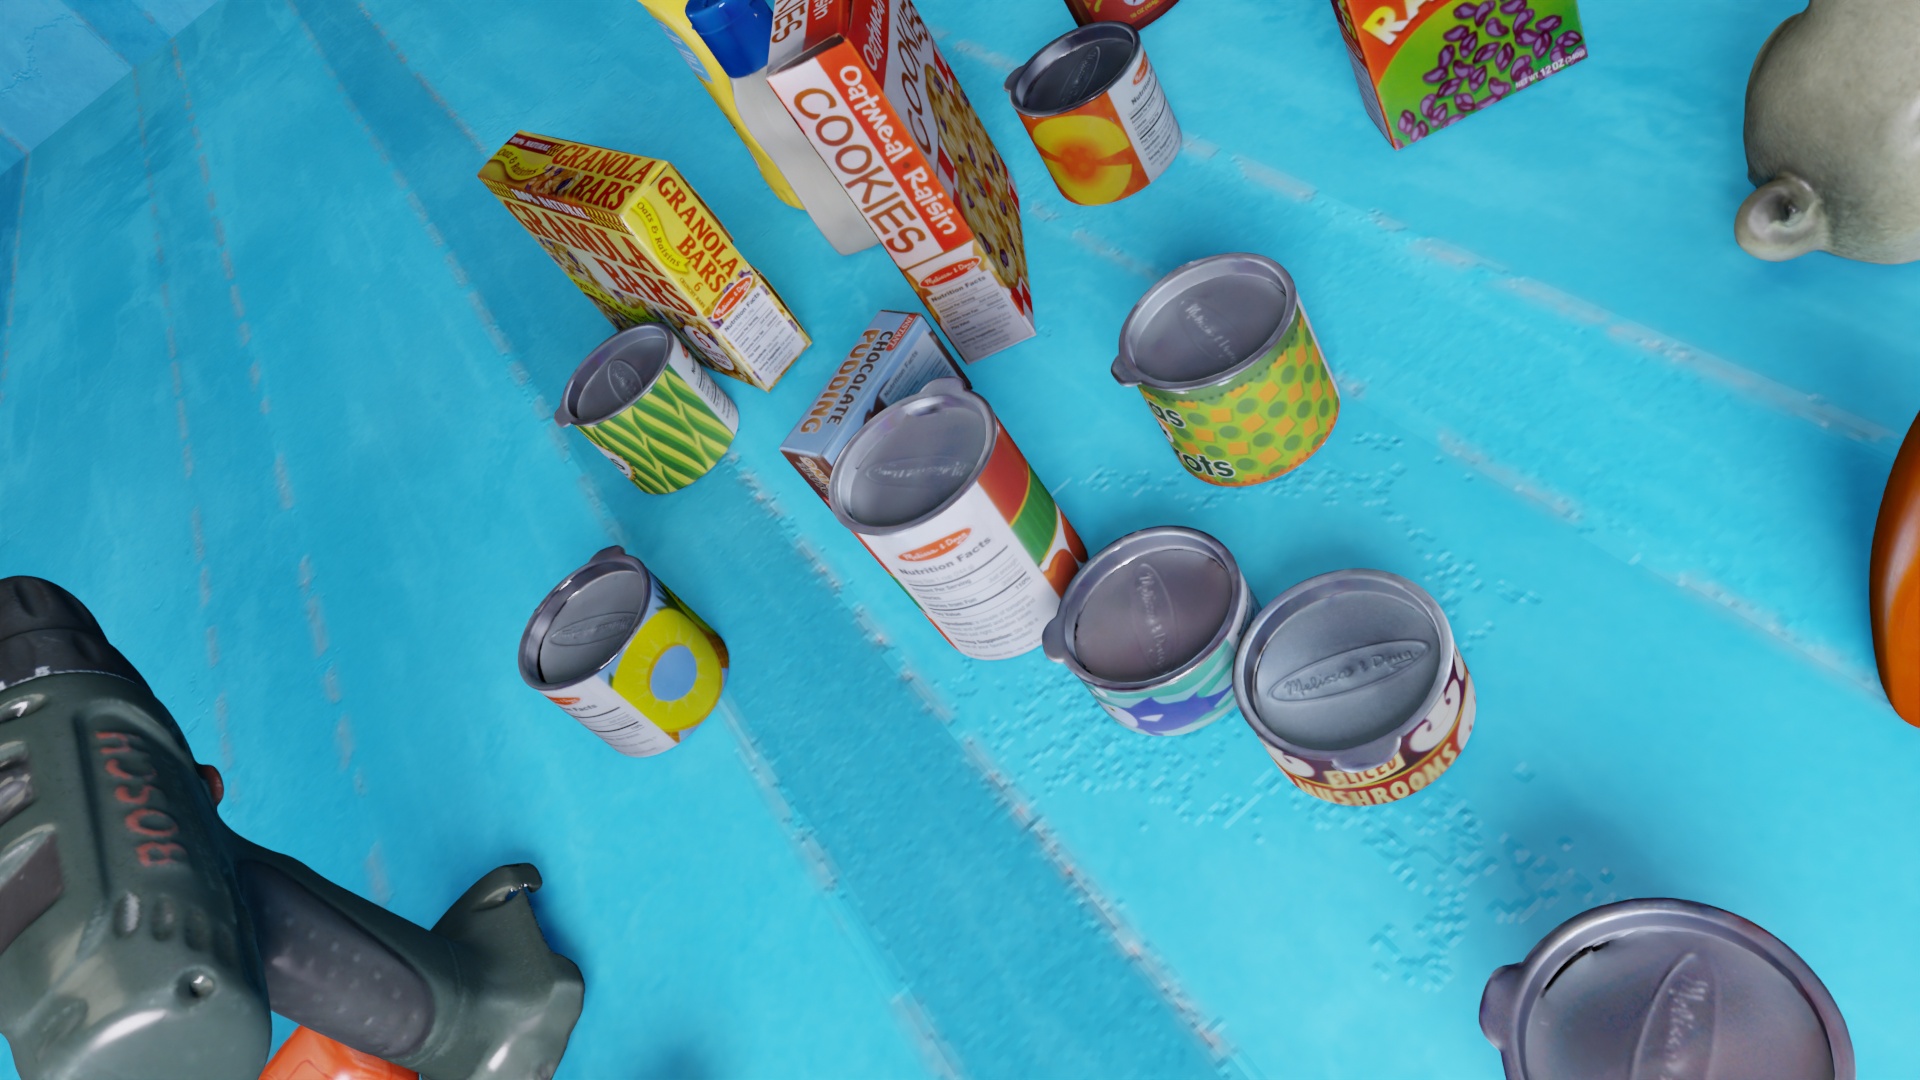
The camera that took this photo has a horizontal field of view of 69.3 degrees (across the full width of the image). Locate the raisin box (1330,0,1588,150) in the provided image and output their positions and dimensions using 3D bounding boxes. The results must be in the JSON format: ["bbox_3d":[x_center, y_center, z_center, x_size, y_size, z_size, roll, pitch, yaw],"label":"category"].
[{"bbox_3d":[0.190,-0.229,0.549,0.086,0.123,0.040,-24,43,15],"label":"raisin box"}]

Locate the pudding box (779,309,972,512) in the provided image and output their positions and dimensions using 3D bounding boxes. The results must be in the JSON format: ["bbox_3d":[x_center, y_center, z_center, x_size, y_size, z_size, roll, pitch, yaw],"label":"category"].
[{"bbox_3d":[-0.036,-0.054,0.604,0.030,0.049,0.084,13,62,41],"label":"pudding box"}]

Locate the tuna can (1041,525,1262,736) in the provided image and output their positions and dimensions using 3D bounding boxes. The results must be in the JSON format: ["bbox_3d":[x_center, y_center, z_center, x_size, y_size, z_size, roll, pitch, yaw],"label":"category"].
[{"bbox_3d":[0.066,0.031,0.470,0.071,0.032,0.071,-19,45,20],"label":"tuna can"}]

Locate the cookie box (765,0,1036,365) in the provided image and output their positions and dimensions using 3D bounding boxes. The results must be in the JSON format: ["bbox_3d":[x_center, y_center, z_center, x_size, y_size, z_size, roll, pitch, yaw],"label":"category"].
[{"bbox_3d":[-0.022,-0.179,0.617,0.040,0.167,0.123,-21,44,18],"label":"cookie box"}]

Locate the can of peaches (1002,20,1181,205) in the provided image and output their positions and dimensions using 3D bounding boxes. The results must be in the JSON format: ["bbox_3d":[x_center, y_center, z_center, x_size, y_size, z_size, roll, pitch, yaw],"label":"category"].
[{"bbox_3d":[0.063,-0.202,0.661,0.071,0.058,0.071,-19,45,20],"label":"can of peaches"}]

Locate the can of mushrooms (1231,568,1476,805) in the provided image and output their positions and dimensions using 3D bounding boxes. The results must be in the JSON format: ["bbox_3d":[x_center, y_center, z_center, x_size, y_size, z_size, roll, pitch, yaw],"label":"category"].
[{"bbox_3d":[0.119,0.046,0.420,0.071,0.033,0.071,-19,45,20],"label":"can of mushrooms"}]

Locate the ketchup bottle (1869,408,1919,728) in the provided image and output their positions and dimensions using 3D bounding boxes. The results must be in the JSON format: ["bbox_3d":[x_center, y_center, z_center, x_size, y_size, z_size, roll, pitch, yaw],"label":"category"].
[{"bbox_3d":[0.235,-0.008,0.302,0.064,0.148,0.044,-7,50,30],"label":"ketchup bottle"}]

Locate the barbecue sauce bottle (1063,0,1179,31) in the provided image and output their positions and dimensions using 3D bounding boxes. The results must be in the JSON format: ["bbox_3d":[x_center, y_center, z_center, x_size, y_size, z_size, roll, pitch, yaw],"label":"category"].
[{"bbox_3d":[0.062,-0.331,0.709,0.065,0.148,0.044,-31,42,8],"label":"barbecue sauce bottle"}]

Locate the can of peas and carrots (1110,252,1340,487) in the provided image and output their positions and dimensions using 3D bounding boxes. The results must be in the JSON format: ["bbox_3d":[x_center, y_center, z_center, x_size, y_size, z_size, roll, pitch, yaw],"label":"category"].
[{"bbox_3d":[0.098,-0.060,0.511,0.071,0.058,0.071,-19,45,20],"label":"can of peas and carrots"}]

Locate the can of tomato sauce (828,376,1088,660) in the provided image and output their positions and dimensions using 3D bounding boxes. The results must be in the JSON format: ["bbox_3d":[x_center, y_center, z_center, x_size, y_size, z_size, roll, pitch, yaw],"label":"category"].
[{"bbox_3d":[0.002,-0.006,0.511,0.071,0.083,0.071,-19,45,20],"label":"can of tomato sauce"}]

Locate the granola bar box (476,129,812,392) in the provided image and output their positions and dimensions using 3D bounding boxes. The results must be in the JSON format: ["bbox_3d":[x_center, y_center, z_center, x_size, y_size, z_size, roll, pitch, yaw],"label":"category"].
[{"bbox_3d":[-0.165,-0.148,0.721,0.166,0.124,0.039,25,70,45],"label":"granola bar box"}]

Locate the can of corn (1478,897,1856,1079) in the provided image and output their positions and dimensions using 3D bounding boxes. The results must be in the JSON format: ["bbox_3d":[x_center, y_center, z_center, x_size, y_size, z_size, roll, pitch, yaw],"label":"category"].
[{"bbox_3d":[0.158,0.121,0.308,0.071,0.058,0.071,-19,45,20],"label":"can of corn"}]

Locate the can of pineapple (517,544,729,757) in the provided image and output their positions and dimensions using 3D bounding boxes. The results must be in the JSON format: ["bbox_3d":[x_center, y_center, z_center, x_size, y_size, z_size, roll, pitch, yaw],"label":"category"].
[{"bbox_3d":[-0.138,0.047,0.579,0.071,0.057,0.071,-19,45,20],"label":"can of pineapple"}]

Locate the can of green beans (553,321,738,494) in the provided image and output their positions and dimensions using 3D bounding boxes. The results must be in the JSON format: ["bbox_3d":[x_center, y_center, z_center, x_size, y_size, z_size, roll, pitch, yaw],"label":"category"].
[{"bbox_3d":[-0.153,-0.065,0.688,0.071,0.057,0.071,-19,45,20],"label":"can of green beans"}]

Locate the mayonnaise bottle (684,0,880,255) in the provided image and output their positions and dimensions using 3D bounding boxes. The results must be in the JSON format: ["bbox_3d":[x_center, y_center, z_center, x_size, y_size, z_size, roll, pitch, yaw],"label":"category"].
[{"bbox_3d":[-0.083,-0.218,0.708,0.041,0.147,0.065,-14,47,25],"label":"mayonnaise bottle"}]
